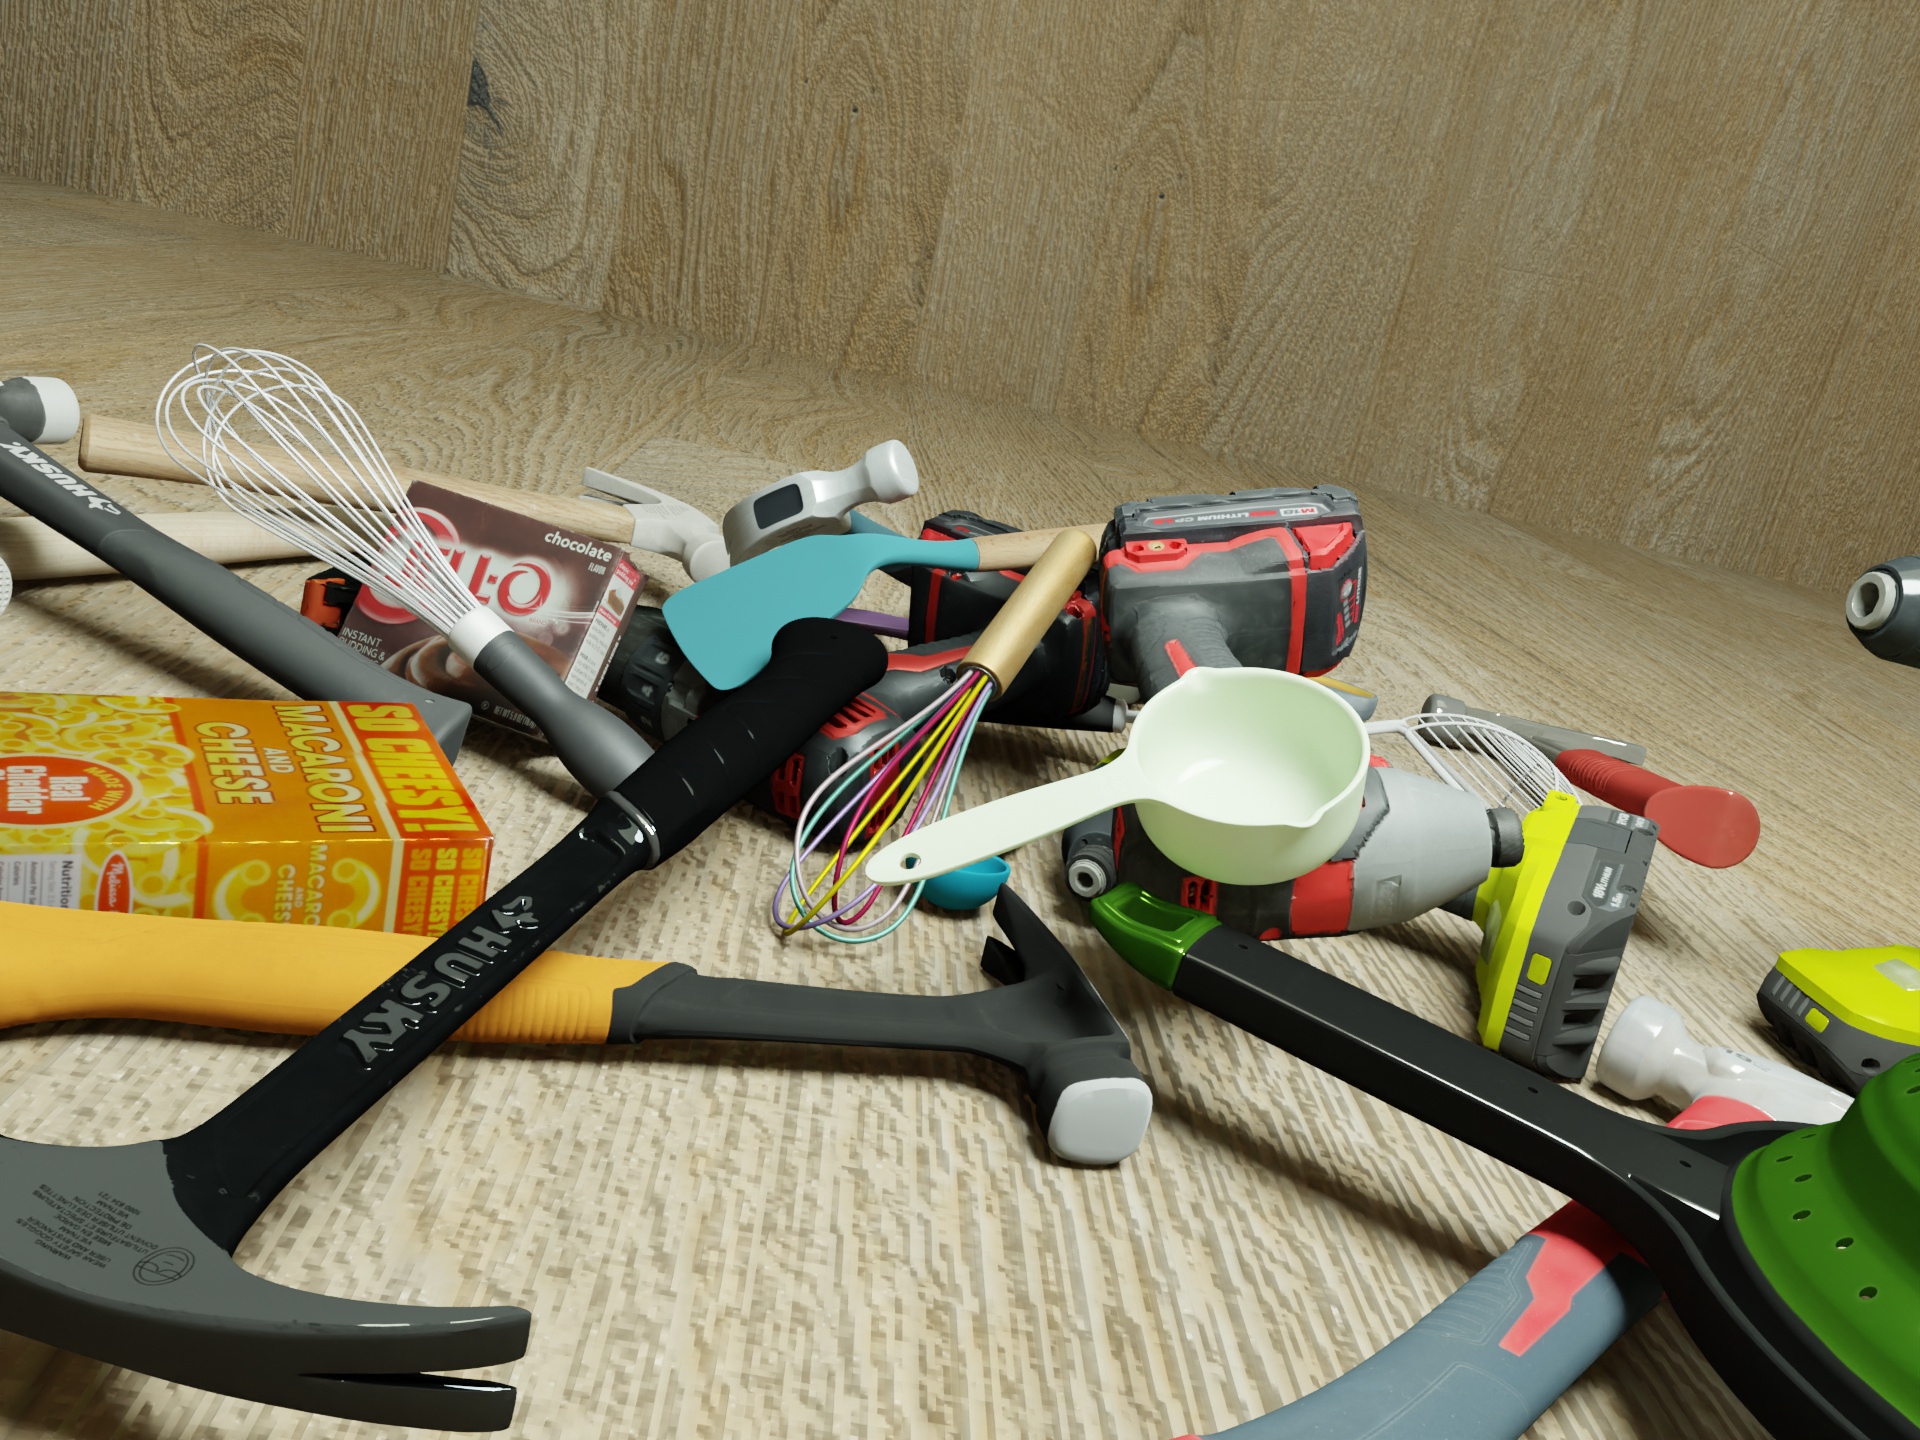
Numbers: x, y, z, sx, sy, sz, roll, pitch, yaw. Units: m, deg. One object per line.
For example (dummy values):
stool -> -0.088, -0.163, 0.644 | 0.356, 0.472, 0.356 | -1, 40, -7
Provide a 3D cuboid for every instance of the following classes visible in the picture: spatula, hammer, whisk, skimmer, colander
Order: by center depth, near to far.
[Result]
colander -> 0.218, 0.102, 0.415 | 0.397, 0.094, 0.204 | 25, 20, 25
hammer -> 0.185, 0.160, 0.433 | 0.143, 0.038, 0.386 | 28, 22, 36
hammer -> -0.102, 0.041, 0.467 | 0.149, 0.036, 0.409 | 21, 25, 10
hammer -> -0.116, 0.077, 0.471 | 0.336, 0.034, 0.127 | 7, 19, -19
whisk -> 0.000, -0.003, 0.630 | 0.051, 0.047, 0.245 | 23, 50, 15
whisk -> -0.219, -0.054, 0.648 | 0.284, 0.070, 0.070 | 42, 22, 7
hammer -> -0.338, -0.065, 0.660 | 0.335, 0.035, 0.146 | 30, 19, 16
spatula -> 0.025, -0.069, 0.731 | 0.317, 0.044, 0.082 | -8, 34, -26
skimmer -> 0.141, 0.032, 0.825 | 0.363, 0.090, 0.127 | 6, 9, 9
hammer -> -0.378, -0.102, 0.847 | 0.146, 0.038, 0.410 | 20, 18, 25
hammer -> -0.293, -0.124, 0.868 | 0.331, 0.031, 0.130 | 6, 20, -31
hammer -> 0.368, 0.033, 0.894 | 0.149, 0.036, 0.359 | 15, 7, 2
spatula -> -0.001, -0.047, 0.902 | 0.059, 0.018, 0.316 | 0, 10, -45
hammer -> -0.031, -0.096, 0.944 | 0.128, 0.033, 0.331 | -17, -10, 19

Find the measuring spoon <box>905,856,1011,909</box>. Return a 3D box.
measuring spoon -> 0.008, 0.060, 0.665 | 0.042, 0.021, 0.128 | 13, 7, 14

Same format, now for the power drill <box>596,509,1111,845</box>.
power drill -> -0.052, -0.031, 0.752 | 0.188, 0.080, 0.226 | 24, 34, 32

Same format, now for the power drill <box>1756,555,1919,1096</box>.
power drill -> 0.420, 0.046, 0.647 | 0.190, 0.228, 0.080 | 11, 17, -10

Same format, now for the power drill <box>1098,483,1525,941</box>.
power drill -> 0.126, -0.004, 0.627 | 0.143, 0.078, 0.220 | -4, 38, 3

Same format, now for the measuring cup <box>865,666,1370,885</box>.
measuring cup -> 0.051, 0.034, 0.513 | 0.167, 0.038, 0.083 | -18, 42, -9

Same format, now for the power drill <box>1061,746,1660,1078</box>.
power drill -> 0.161, 0.062, 0.667 | 0.223, 0.080, 0.171 | 17, 24, 23
